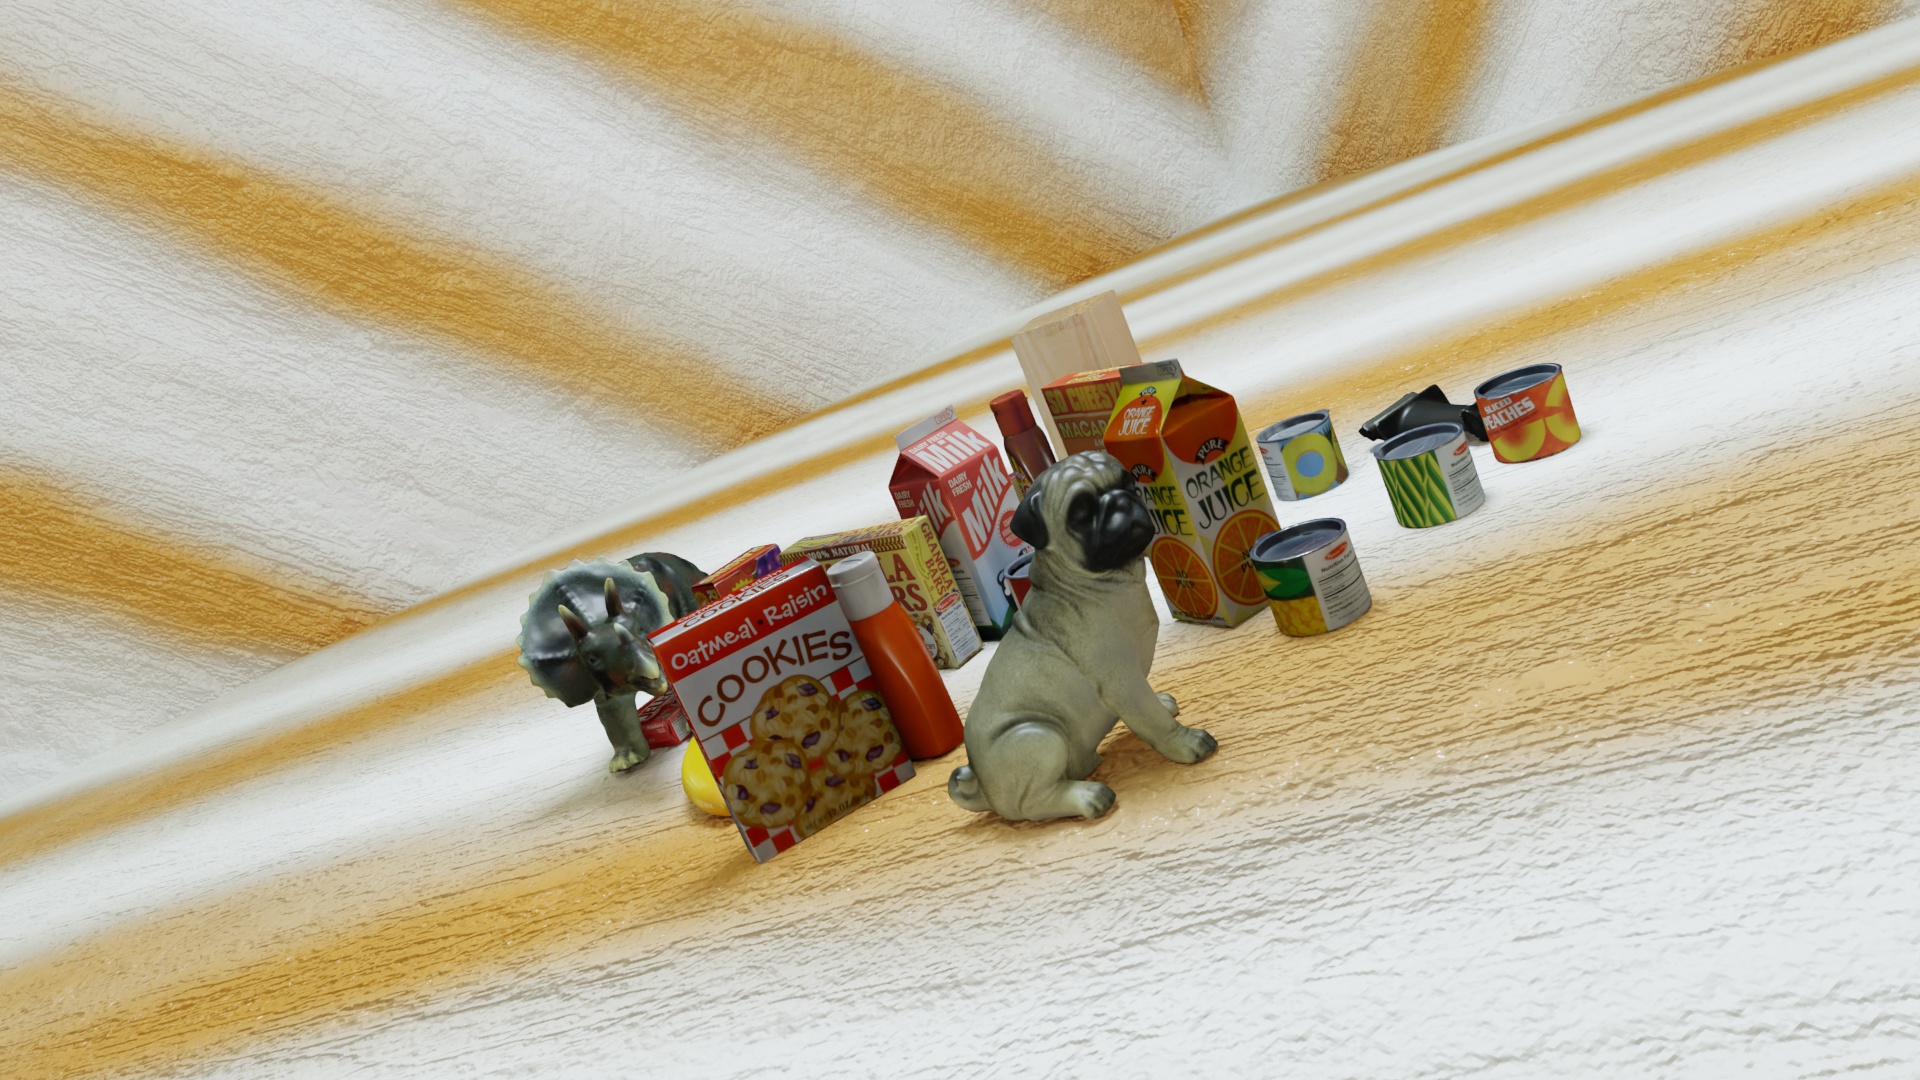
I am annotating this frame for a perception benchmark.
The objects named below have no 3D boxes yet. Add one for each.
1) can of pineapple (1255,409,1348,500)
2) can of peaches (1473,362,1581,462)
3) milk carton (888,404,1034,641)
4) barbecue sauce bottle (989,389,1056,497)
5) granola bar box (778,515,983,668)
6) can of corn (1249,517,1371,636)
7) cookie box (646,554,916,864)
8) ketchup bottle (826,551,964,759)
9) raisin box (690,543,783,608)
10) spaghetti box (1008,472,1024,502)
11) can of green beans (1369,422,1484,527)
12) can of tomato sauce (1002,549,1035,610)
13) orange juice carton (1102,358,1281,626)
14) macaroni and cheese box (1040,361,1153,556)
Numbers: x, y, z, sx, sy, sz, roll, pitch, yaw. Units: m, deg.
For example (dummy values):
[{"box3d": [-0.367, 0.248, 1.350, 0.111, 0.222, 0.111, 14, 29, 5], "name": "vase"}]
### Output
[{"box3d": [0.299, -0.074, 1.209, 0.071, 0.057, 0.071, -22, 13, 6], "name": "can of pineapple"}, {"box3d": [0.438, -0.098, 1.076, 0.071, 0.058, 0.071, -22, 13, 6], "name": "can of peaches"}, {"box3d": [0.004, -0.015, 1.172, 0.073, 0.190, 0.073, -33, 17, -37], "name": "milk carton"}, {"box3d": [0.073, -0.077, 1.388, 0.044, 0.148, 0.065, -26, 13, -11], "name": "barbecue sauce bottle"}, {"box3d": [-0.070, 0.050, 1.185, 0.165, 0.124, 0.039, -9, 19, 45], "name": "granola bar box"}, {"box3d": [0.235, 0.024, 0.936, 0.071, 0.058, 0.071, -22, 13, 6], "name": "can of corn"}, {"box3d": [-0.120, 0.112, 0.937, 0.123, 0.167, 0.040, -27, 14, -18], "name": "cookie box"}, {"box3d": [-0.049, 0.081, 0.980, 0.044, 0.148, 0.064, -33, 16, -37], "name": "ketchup bottle"}, {"box3d": [-0.182, 0.076, 1.267, 0.040, 0.123, 0.086, -10, 18, 43], "name": "raisin box"}, {"box3d": [-0.007, -0.007, 1.459, 0.251, 0.050, 0.028, -30, 15, -26], "name": "spaghetti box"}, {"box3d": [0.348, -0.048, 1.032, 0.071, 0.057, 0.071, -22, 13, 6], "name": "can of green beans"}, {"box3d": [0.079, 0.049, 1.038, 0.071, 0.083, 0.071, -22, 13, 6], "name": "can of tomato sauce"}, {"box3d": [0.167, -0.039, 1.001, 0.073, 0.192, 0.072, -29, 15, -25], "name": "orange juice carton"}, {"box3d": [0.146, -0.068, 1.199, 0.040, 0.166, 0.123, -29, 15, -26], "name": "macaroni and cheese box"}]
